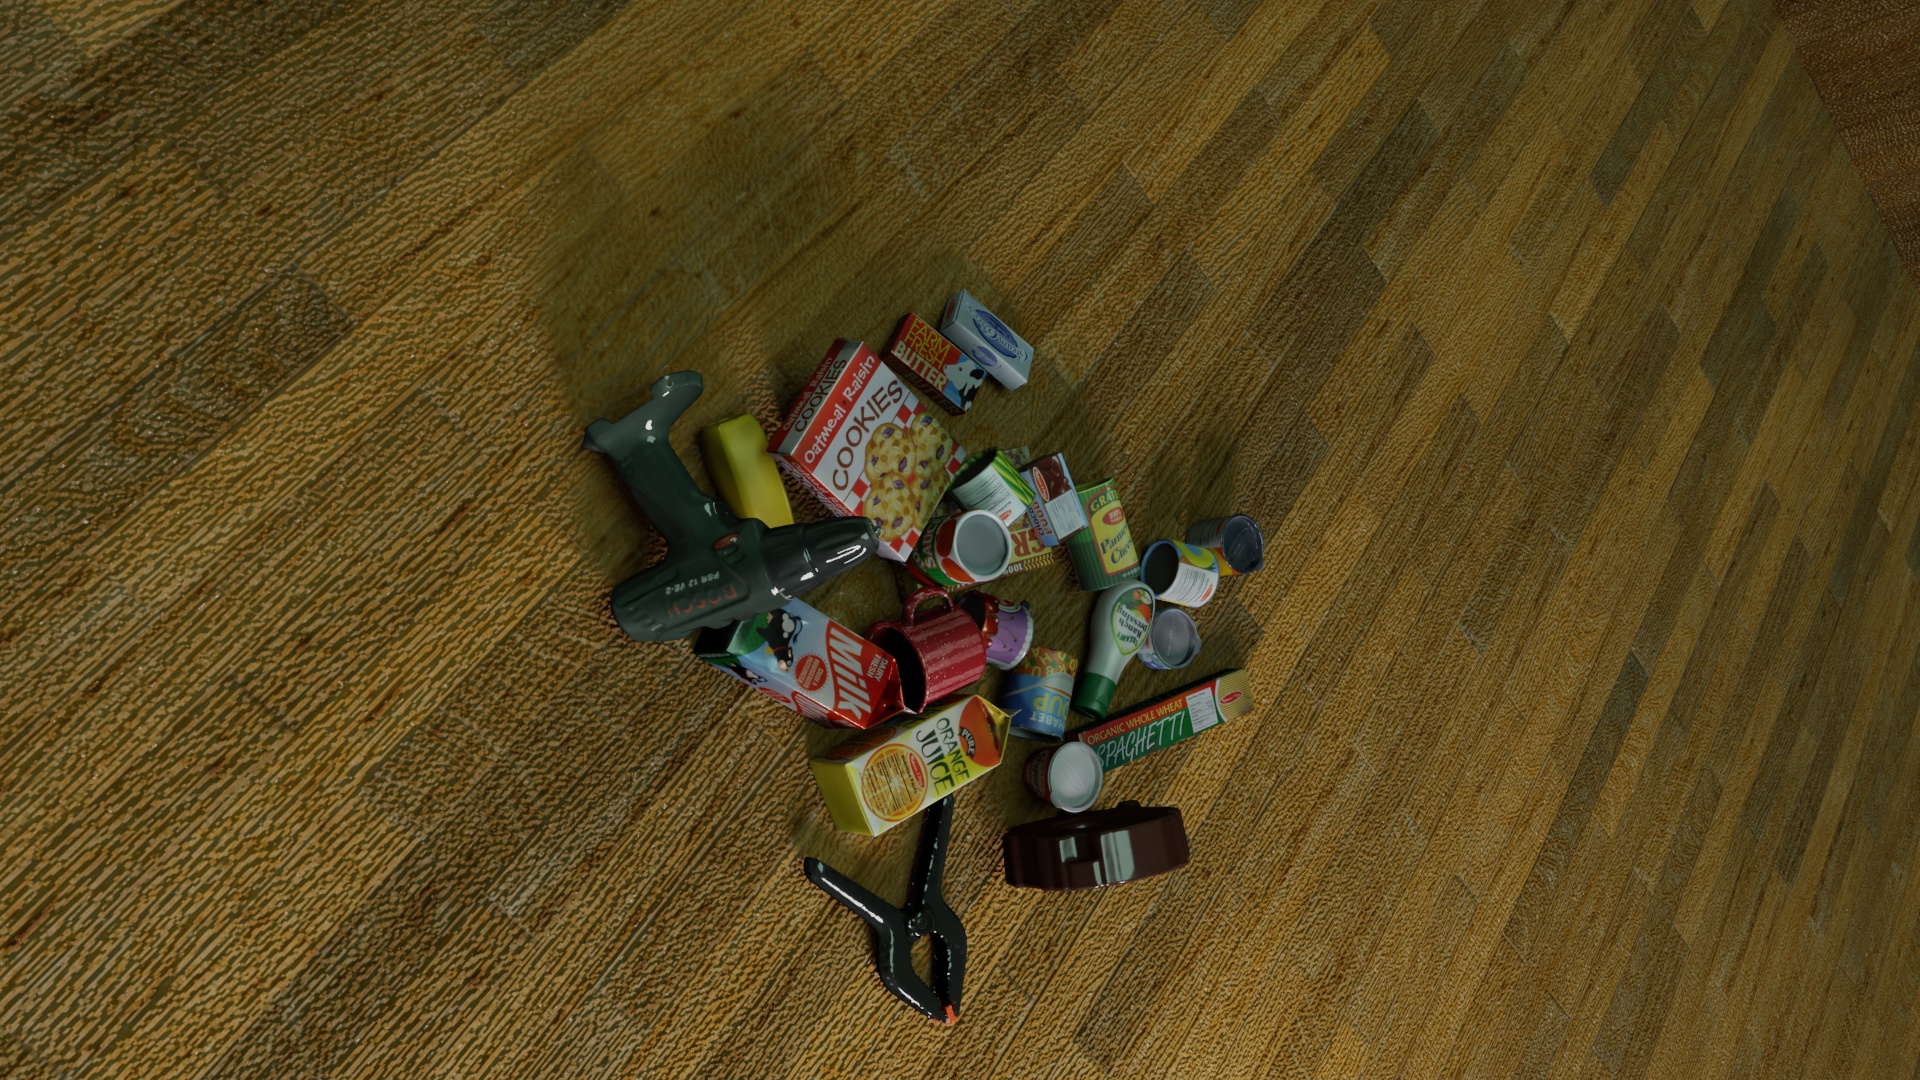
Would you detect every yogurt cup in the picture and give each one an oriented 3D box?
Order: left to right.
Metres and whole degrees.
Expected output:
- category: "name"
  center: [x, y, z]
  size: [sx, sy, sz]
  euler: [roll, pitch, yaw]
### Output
- category: "yogurt cup"
  center: [0.099, 0.233, 1.377]
  size: [0.072, 0.054, 0.072]
  euler: [5, 82, -34]

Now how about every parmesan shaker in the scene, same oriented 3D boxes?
- category: "parmesan shaker"
  center: [0.142, -0.007, 1.430]
  size: [0.071, 0.071, 0.103]
  euler: [-23, 97, -34]

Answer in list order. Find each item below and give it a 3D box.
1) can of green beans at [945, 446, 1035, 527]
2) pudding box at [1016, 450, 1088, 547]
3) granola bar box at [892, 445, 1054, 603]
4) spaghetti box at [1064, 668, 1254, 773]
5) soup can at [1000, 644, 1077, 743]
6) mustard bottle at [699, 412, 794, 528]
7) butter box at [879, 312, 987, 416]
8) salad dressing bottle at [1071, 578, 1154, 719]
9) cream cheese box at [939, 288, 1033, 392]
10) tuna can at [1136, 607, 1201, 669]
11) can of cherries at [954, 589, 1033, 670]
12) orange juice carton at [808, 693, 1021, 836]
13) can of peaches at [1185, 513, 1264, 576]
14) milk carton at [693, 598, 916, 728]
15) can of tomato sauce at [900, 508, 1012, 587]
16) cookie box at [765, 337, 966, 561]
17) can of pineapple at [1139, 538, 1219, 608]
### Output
- category: "can of green beans"
  center: [0.027, -0.046, 1.307]
  size: [0.057, 0.071, 0.071]
  euler: [50, 60, -18]
- category: "pudding box"
  center: [0.089, -0.041, 1.372]
  size: [0.050, 0.030, 0.083]
  euler: [-29, 101, -36]
- category: "granola bar box"
  center: [0.005, -0.017, 1.353]
  size: [0.166, 0.039, 0.124]
  euler: [-14, 92, -35]
- category: "spaghetti box"
  center: [0.215, 0.192, 1.477]
  size: [0.251, 0.028, 0.050]
  euler: [-15, 93, -35]
- category: "soup can"
  center: [0.078, 0.151, 1.363]
  size: [0.071, 0.071, 0.084]
  euler: [23, 72, -30]
- category: "mustard bottle"
  center: [-0.178, -0.031, 1.218]
  size: [0.049, 0.065, 0.160]
  euler: [-27, 105, -28]
- category: "butter box"
  center: [-0.026, -0.172, 1.360]
  size: [0.103, 0.024, 0.053]
  euler: [36, 65, -26]
- category: "salad dressing bottle"
  center: [0.156, 0.112, 1.438]
  size: [0.064, 0.044, 0.148]
  euler: [34, 67, -28]
- category: "cream cheese box"
  center: [0.028, -0.200, 1.390]
  size: [0.103, 0.024, 0.054]
  euler: [37, 43, -25]
- category: "tuna can"
  center: [0.222, 0.106, 1.490]
  size: [0.071, 0.032, 0.071]
  euler: [4, 82, -34]
- category: "can of cherries"
  center: [0.029, 0.084, 1.340]
  size: [0.058, 0.071, 0.071]
  euler: [20, 74, -30]
- category: "orange juice carton"
  center: [-0.034, 0.195, 1.280]
  size: [0.193, 0.071, 0.073]
  euler: [-25, 99, -34]
- category: "can of peaches"
  center: [0.293, 0.008, 1.536]
  size: [0.071, 0.058, 0.071]
  euler: [5, 81, -35]
- category: "milk carton"
  center: [-0.129, 0.111, 1.225]
  size: [0.190, 0.072, 0.074]
  euler: [34, 66, -27]
- category: "can of tomato sauce"
  center: [-0.004, 0.007, 1.267]
  size: [0.071, 0.083, 0.071]
  euler: [5, 81, -34]
- category: "cookie box"
  center: [-0.080, -0.079, 1.229]
  size: [0.167, 0.040, 0.123]
  euler: [45, 66, -39]
- category: "can of pineapple"
  center: [0.233, 0.034, 1.489]
  size: [0.058, 0.071, 0.071]
  euler: [15, 76, -32]
